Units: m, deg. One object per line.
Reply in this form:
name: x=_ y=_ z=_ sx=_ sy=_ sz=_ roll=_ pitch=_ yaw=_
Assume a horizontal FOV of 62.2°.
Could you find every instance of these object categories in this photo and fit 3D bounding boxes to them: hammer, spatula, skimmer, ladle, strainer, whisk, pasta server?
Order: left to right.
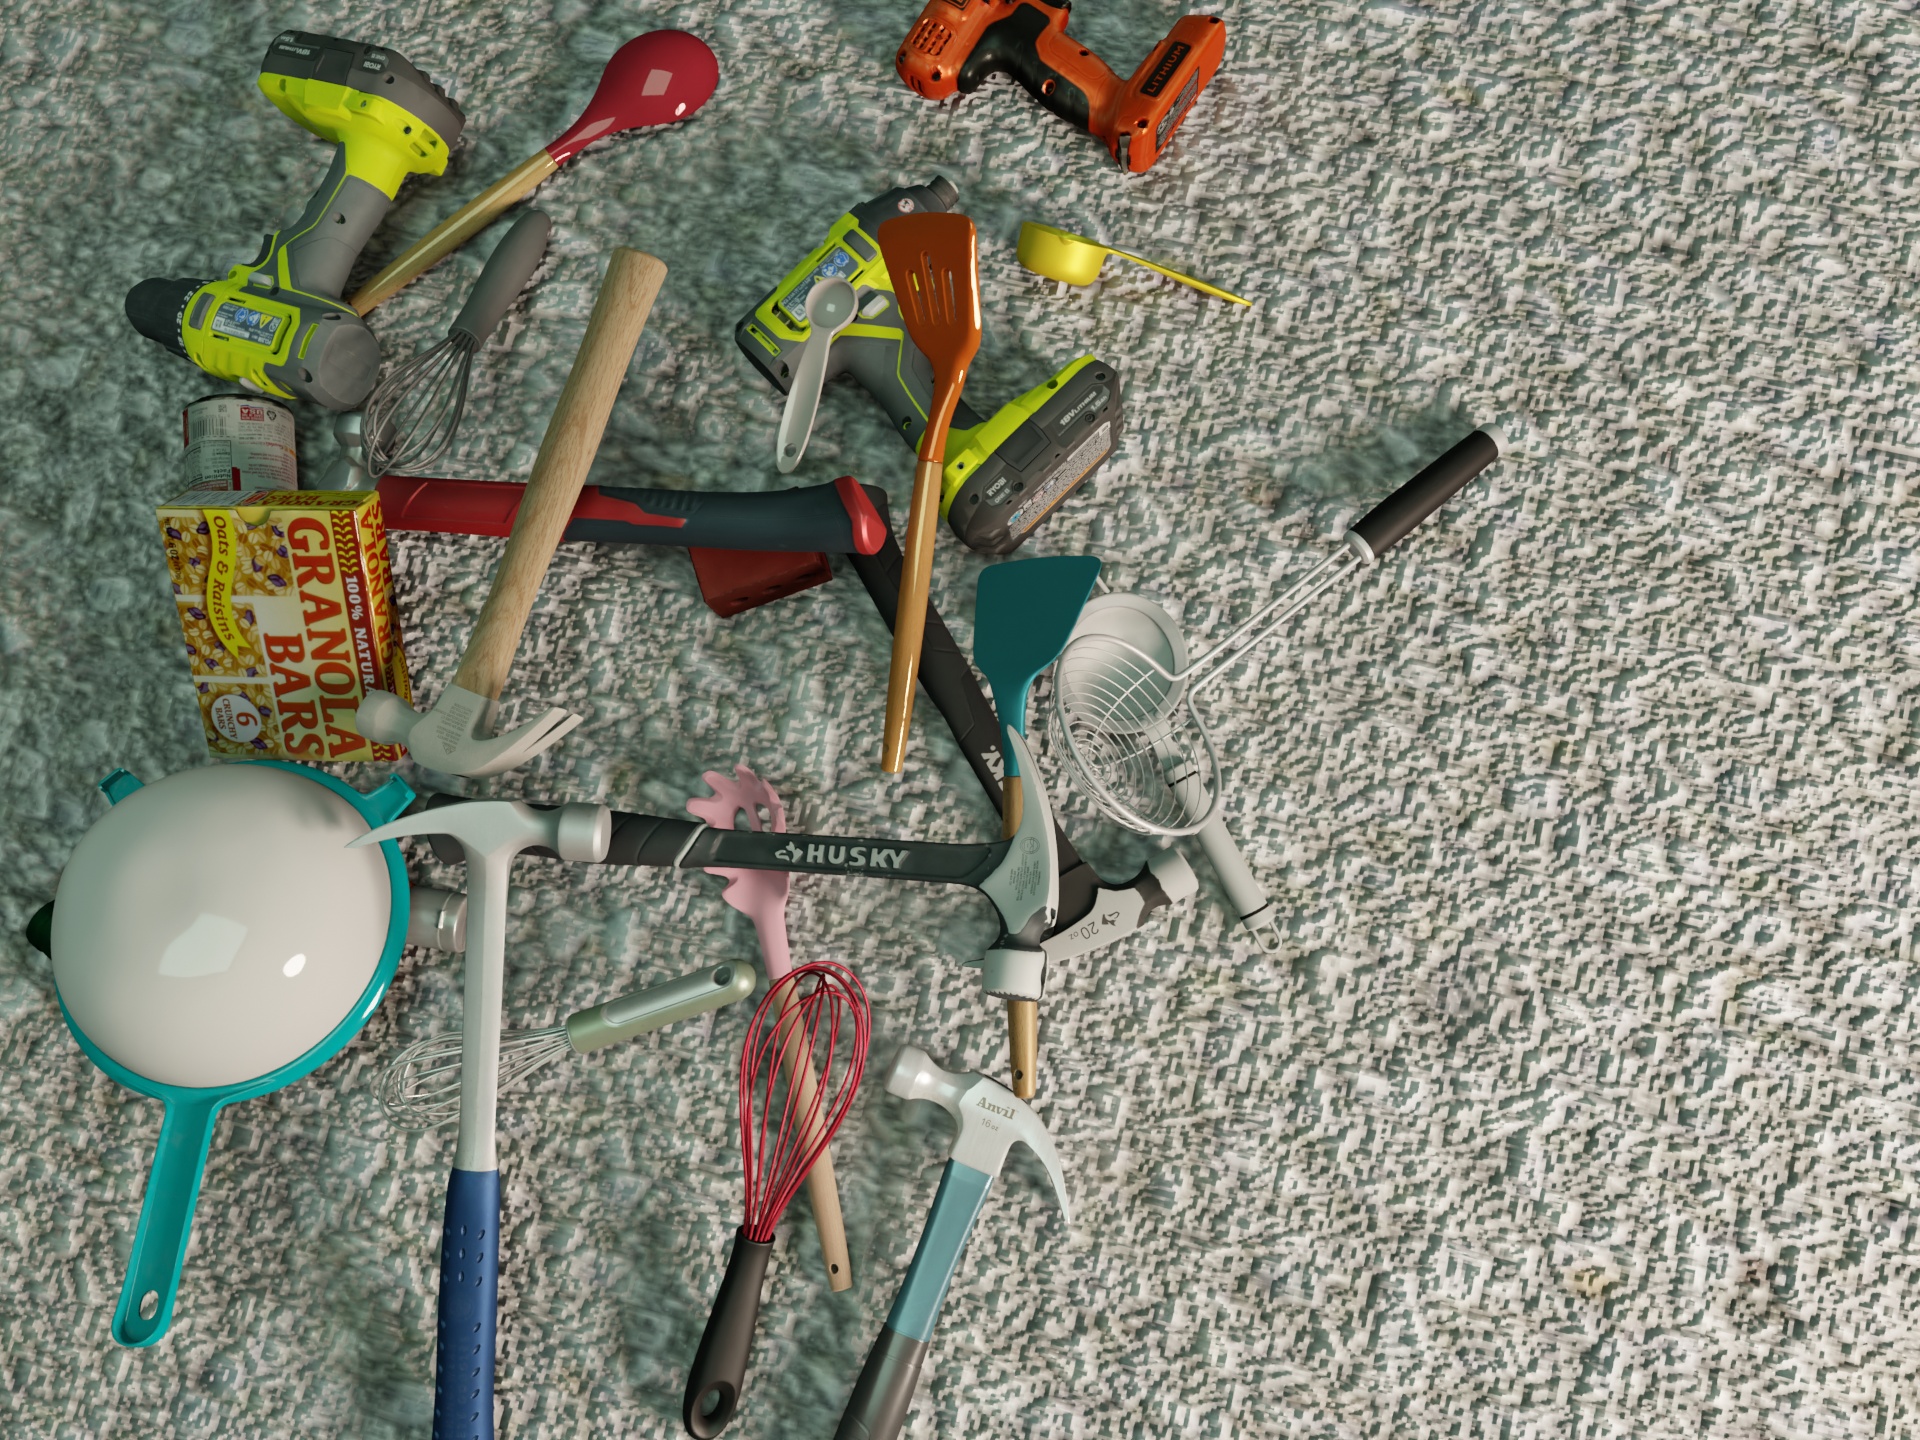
strainer: x=-0.438 y=0.166 z=0.888 sx=0.211 sy=0.095 sz=0.341 roll=1 pitch=66 yaw=2
whisk: x=-0.315 y=-0.244 z=1.007 sx=0.055 sy=0.055 sz=0.239 roll=15 pitch=59 yaw=7
hammer: x=-0.284 y=0.245 z=0.914 sx=0.144 sy=0.035 sz=0.405 roll=4 pitch=94 yaw=0
ladle: x=-0.296 y=-0.364 z=1.070 sx=0.315 sy=0.031 sz=0.069 roll=-38 pitch=81 yaw=-1
hammer: x=-0.246 y=-0.123 z=0.945 sx=0.130 sy=0.031 sz=0.331 roll=20 pitch=88 yaw=20
whisk: x=-0.237 y=0.189 z=0.949 sx=0.246 sy=0.059 sz=0.058 roll=-20 pitch=51 yaw=5
hammer: x=-0.233 y=-0.112 z=0.976 sx=0.386 sy=0.038 sz=0.143 roll=5 pitch=82 yaw=18
hammer: x=-0.139 y=0.069 z=0.932 sx=0.409 sy=0.036 sz=0.149 roll=3 pitch=76 yaw=19
whisk: x=-0.113 y=0.277 z=0.914 sx=0.073 sy=0.073 sz=0.296 roll=16 pitch=96 yaw=7
pasta server: x=-0.106 y=0.182 z=0.956 sx=0.060 sy=0.040 sz=0.316 roll=-15 pitch=80 yaw=15
hammer: x=-0.037 y=0.364 z=0.915 sx=0.128 sy=0.033 sz=0.331 roll=22 pitch=85 yaw=-1
spatula: x=-0.028 y=-0.128 z=0.931 sx=0.081 sy=0.041 sz=0.322 roll=14 pitch=99 yaw=44
hammer: x=-0.002 y=-0.003 z=0.980 sx=0.146 sy=0.035 sz=0.335 roll=-30 pitch=79 yaw=-2
spatula: x=0.040 y=0.059 z=0.931 sx=0.082 sy=0.044 sz=0.317 roll=-3 pitch=86 yaw=29
strainer: x=0.127 y=0.026 z=0.963 sx=0.087 sy=0.050 sz=0.258 roll=-27 pitch=84 yaw=-13
skimmer: x=0.199 y=-0.071 z=0.922 sx=0.363 sy=0.090 sz=0.127 roll=-38 pitch=91 yaw=-12

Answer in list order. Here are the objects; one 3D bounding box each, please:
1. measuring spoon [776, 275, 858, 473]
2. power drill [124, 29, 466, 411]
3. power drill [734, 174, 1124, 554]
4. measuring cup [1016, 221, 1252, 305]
measuring spoon: x=-0.089 y=-0.209 z=0.969 sx=0.034 sy=0.018 sz=0.124 roll=16 pitch=89 yaw=22
power drill: x=-0.440 y=-0.327 z=1.044 sx=0.191 sy=0.080 sz=0.228 roll=19 pitch=84 yaw=21
power drill: x=-0.009 y=-0.228 z=1.000 sx=0.171 sy=0.080 sz=0.223 roll=-45 pitch=77 yaw=-3
measuring cup: x=0.110 y=-0.282 z=1.019 sx=0.156 sy=0.062 sz=0.029 roll=18 pitch=111 yaw=-5
